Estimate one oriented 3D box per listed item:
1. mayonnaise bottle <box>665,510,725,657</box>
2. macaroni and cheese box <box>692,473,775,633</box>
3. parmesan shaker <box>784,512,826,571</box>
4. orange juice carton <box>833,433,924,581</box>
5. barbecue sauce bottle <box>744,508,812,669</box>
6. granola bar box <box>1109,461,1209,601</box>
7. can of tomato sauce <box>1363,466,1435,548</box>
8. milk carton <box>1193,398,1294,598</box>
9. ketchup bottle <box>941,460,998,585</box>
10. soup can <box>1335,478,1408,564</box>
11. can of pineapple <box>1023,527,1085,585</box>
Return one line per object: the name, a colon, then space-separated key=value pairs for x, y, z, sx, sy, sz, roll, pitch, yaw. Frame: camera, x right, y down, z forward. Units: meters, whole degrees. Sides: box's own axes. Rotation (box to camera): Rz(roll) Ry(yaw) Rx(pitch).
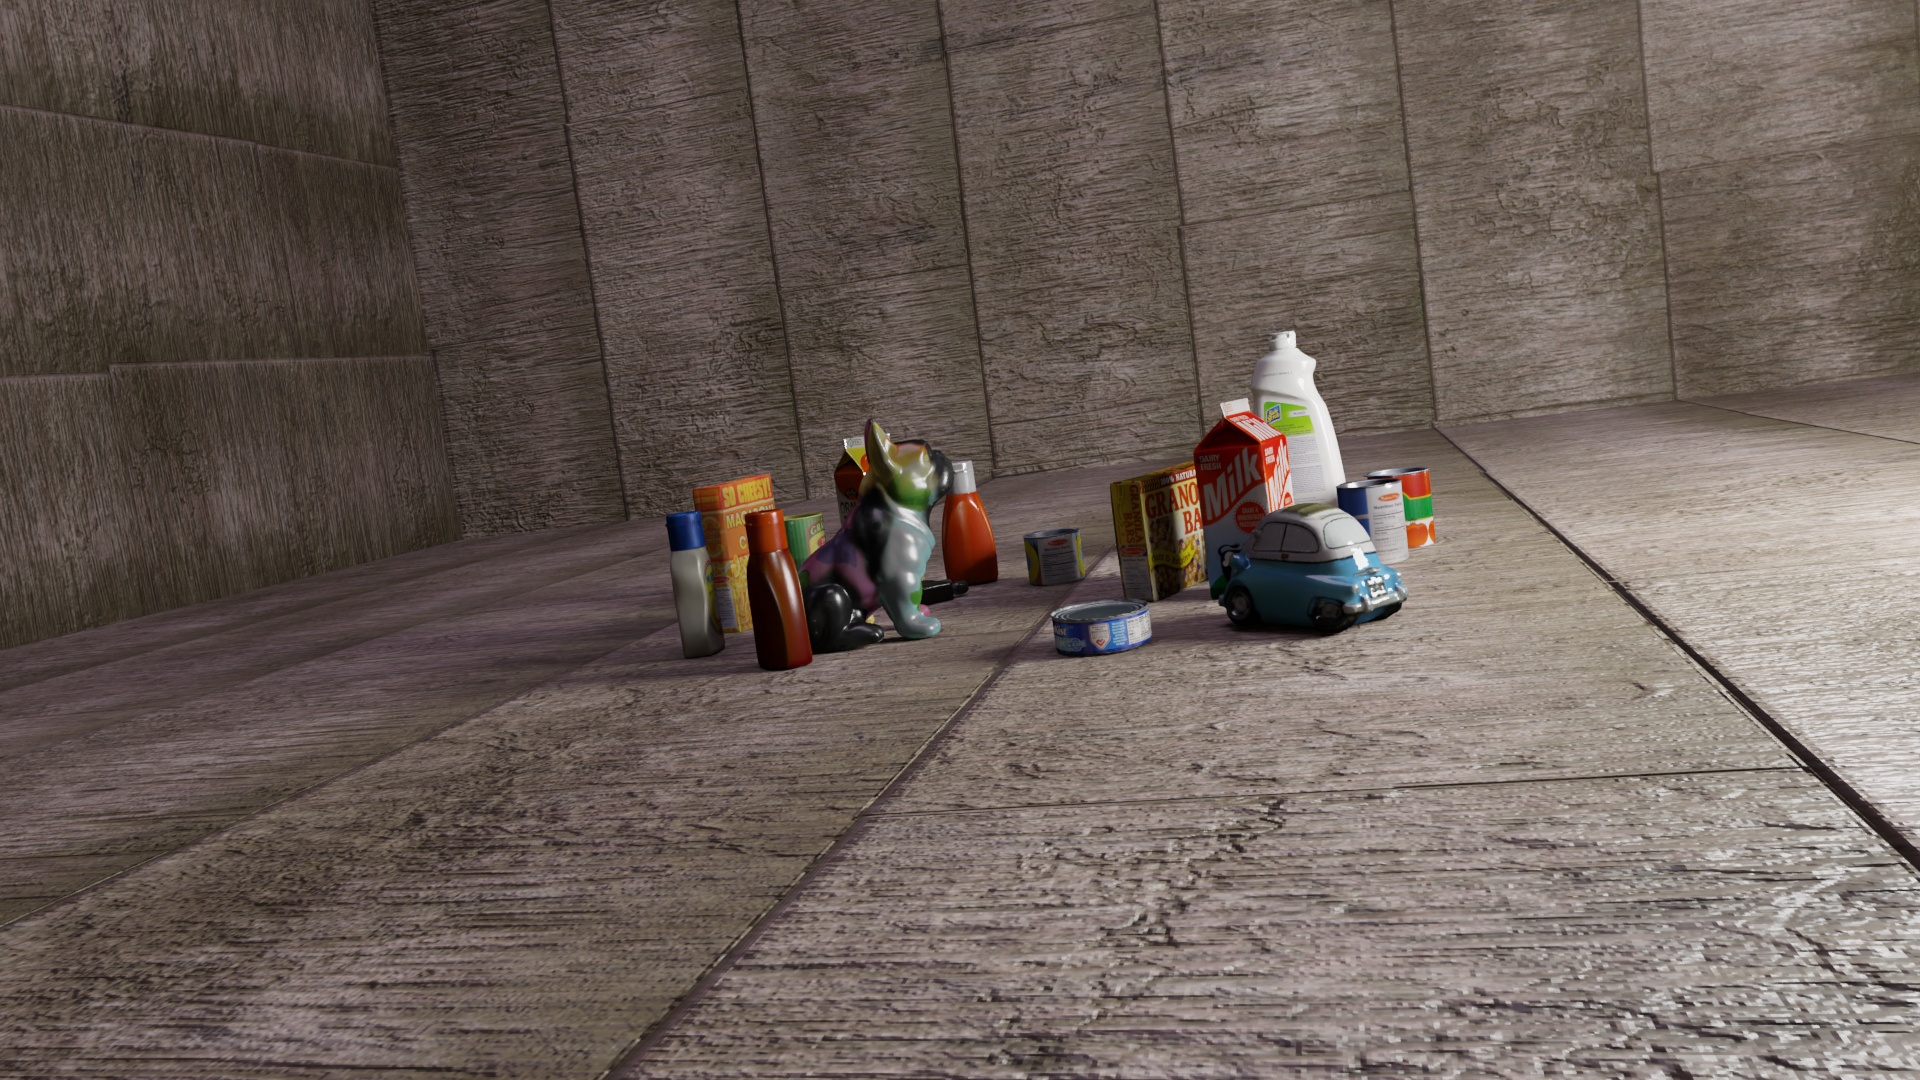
mayonnaise bottle: x=-0.277 y=0.044 z=1.445 sx=0.041 sy=0.148 sz=0.065 roll=-7 pitch=6 yaw=4
macaroni and cheese box: x=-0.253 y=0.013 z=1.605 sx=0.040 sy=0.166 sz=0.124 roll=-6 pitch=6 yaw=21
parmesan shaker: x=-0.200 y=0.020 z=1.768 sx=0.071 sy=0.103 sz=0.071 roll=-8 pitch=6 yaw=1
orange juice carton: x=-0.105 y=-0.038 z=1.759 sx=0.072 sy=0.192 sz=0.073 roll=-12 pitch=7 yaw=-36
barbecue sauce bottle: x=-0.176 y=0.046 z=1.312 sx=0.044 sy=0.148 sz=0.065 roll=-12 pitch=7 yaw=-37
granola bar box: x=0.220 y=-0.012 z=1.456 sx=0.039 sy=0.124 sz=0.166 roll=-3 pitch=8 yaw=38
can of tomato sauce: x=0.484 y=-0.035 z=1.530 sx=0.071 sy=0.083 sz=0.071 roll=-8 pitch=6 yaw=1
milk carton: x=0.279 y=-0.043 z=1.359 sx=0.073 sy=0.190 sz=0.072 roll=-4 pitch=7 yaw=33
ketchup bottle: x=0.006 y=-0.021 z=1.677 sx=0.065 sy=0.148 sz=0.043 roll=-8 pitch=6 yaw=-4
soup can: x=0.429 y=-0.020 z=1.453 sx=0.071 sy=0.083 sz=0.071 roll=-8 pitch=6 yaw=1
can of pineapple: x=0.109 y=0.018 z=1.615 sx=0.071 sy=0.057 sz=0.071 roll=-8 pitch=6 yaw=1
